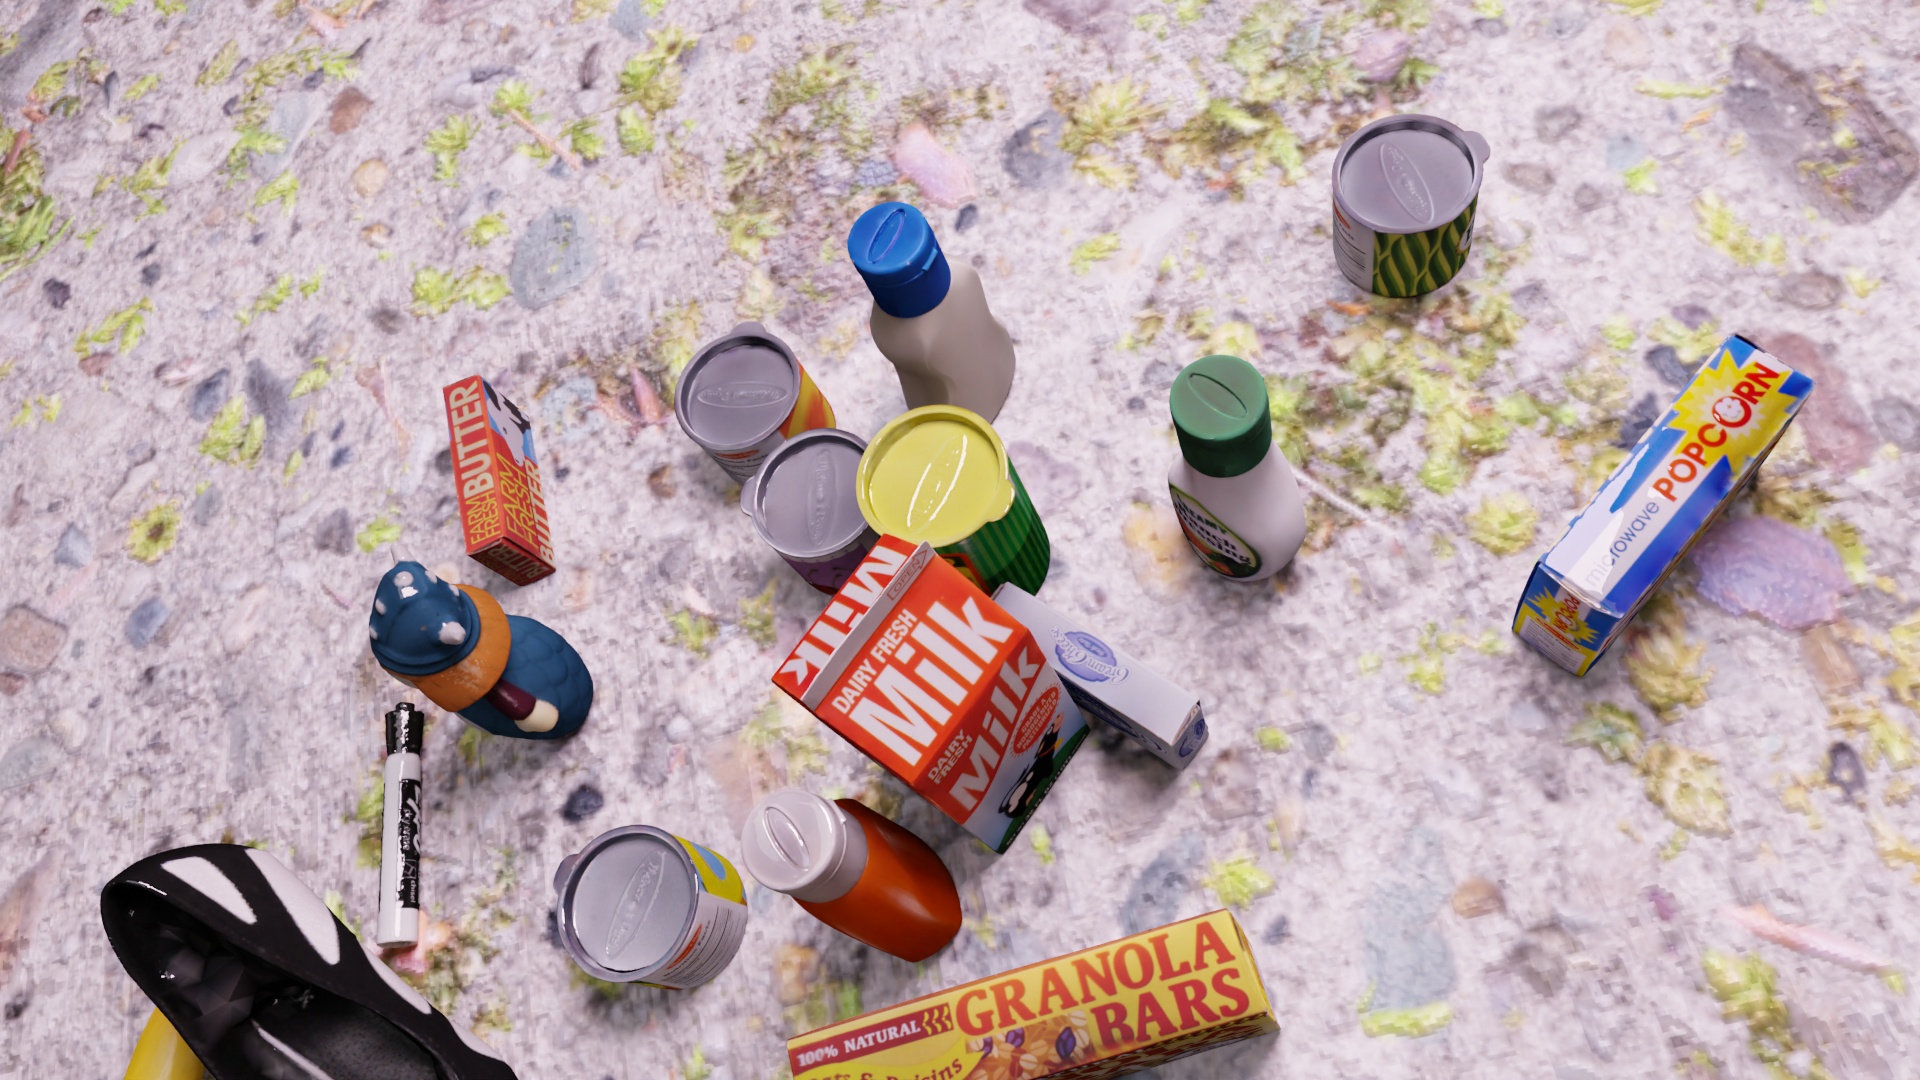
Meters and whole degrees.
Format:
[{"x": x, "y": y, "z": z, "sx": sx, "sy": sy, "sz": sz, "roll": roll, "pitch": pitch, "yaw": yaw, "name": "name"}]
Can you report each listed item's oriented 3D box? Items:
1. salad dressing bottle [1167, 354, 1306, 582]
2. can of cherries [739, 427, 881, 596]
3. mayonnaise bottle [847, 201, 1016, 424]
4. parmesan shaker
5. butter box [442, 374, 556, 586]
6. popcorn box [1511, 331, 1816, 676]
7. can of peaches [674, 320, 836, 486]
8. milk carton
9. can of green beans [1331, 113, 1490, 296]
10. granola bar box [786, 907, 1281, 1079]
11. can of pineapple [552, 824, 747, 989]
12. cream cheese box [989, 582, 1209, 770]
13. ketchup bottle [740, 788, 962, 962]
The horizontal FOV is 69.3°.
[{"x": 0.113, "y": -0.028, "z": 0.581, "sx": 0.044, "sy": 0.147, "sz": 0.064, "roll": -45, "pitch": 64, "yaw": -5, "name": "salad dressing bottle"}, {"x": -0.063, "y": -0.013, "z": 0.672, "sx": 0.071, "sy": 0.058, "sz": 0.072, "roll": -5, "pitch": 67, "yaw": 13, "name": "can of cherries"}, {"x": -0.013, "y": -0.101, "z": 0.645, "sx": 0.041, "sy": 0.147, "sz": 0.065, "roll": 22, "pitch": 76, "yaw": 22, "name": "mayonnaise bottle"}, {"x": 0.002, "y": -0.008, "z": 0.627, "sx": 0.071, "sy": 0.103, "sz": 0.071, "roll": -5, "pitch": 67, "yaw": 13, "name": "parmesan shaker"}, {"x": -0.243, "y": -0.032, "z": 0.731, "sx": 0.024, "sy": 0.053, "sz": 0.104, "roll": -21, "pitch": 64, "yaw": 6, "name": "butter box"}, {"x": 0.281, "y": -0.011, "z": 0.563, "sx": 0.038, "sy": 0.085, "sz": 0.127, "roll": 39, "pitch": 82, "yaw": 25, "name": "popcorn box"}, {"x": -0.102, "y": -0.066, "z": 0.705, "sx": 0.071, "sy": 0.058, "sz": 0.071, "roll": -5, "pitch": 67, "yaw": 13, "name": "can of peaches"}, {"x": -0.010, "y": 0.061, "z": 0.553, "sx": 0.073, "sy": 0.190, "sz": 0.072, "roll": 32, "pitch": 80, "yaw": 24, "name": "milk carton"}, {"x": 0.210, "y": -0.158, "z": 0.659, "sx": 0.071, "sy": 0.057, "sz": 0.071, "roll": -5, "pitch": 67, "yaw": 13, "name": "can of green beans"}, {"x": 0.034, "y": 0.186, "z": 0.526, "sx": 0.165, "sy": 0.124, "sz": 0.039, "roll": -19, "pitch": 65, "yaw": 7, "name": "granola bar box"}, {"x": -0.137, "y": 0.163, "z": 0.619, "sx": 0.071, "sy": 0.057, "sz": 0.071, "roll": -5, "pitch": 67, "yaw": 13, "name": "can of pineapple"}, {"x": 0.059, "y": 0.060, "z": 0.611, "sx": 0.104, "sy": 0.053, "sz": 0.024, "roll": 31, "pitch": 79, "yaw": 24, "name": "cream cheese box"}, {"x": -0.043, "y": 0.131, "z": 0.556, "sx": 0.043, "sy": 0.148, "sz": 0.065, "roll": -39, "pitch": 64, "yaw": -2, "name": "ketchup bottle"}]
